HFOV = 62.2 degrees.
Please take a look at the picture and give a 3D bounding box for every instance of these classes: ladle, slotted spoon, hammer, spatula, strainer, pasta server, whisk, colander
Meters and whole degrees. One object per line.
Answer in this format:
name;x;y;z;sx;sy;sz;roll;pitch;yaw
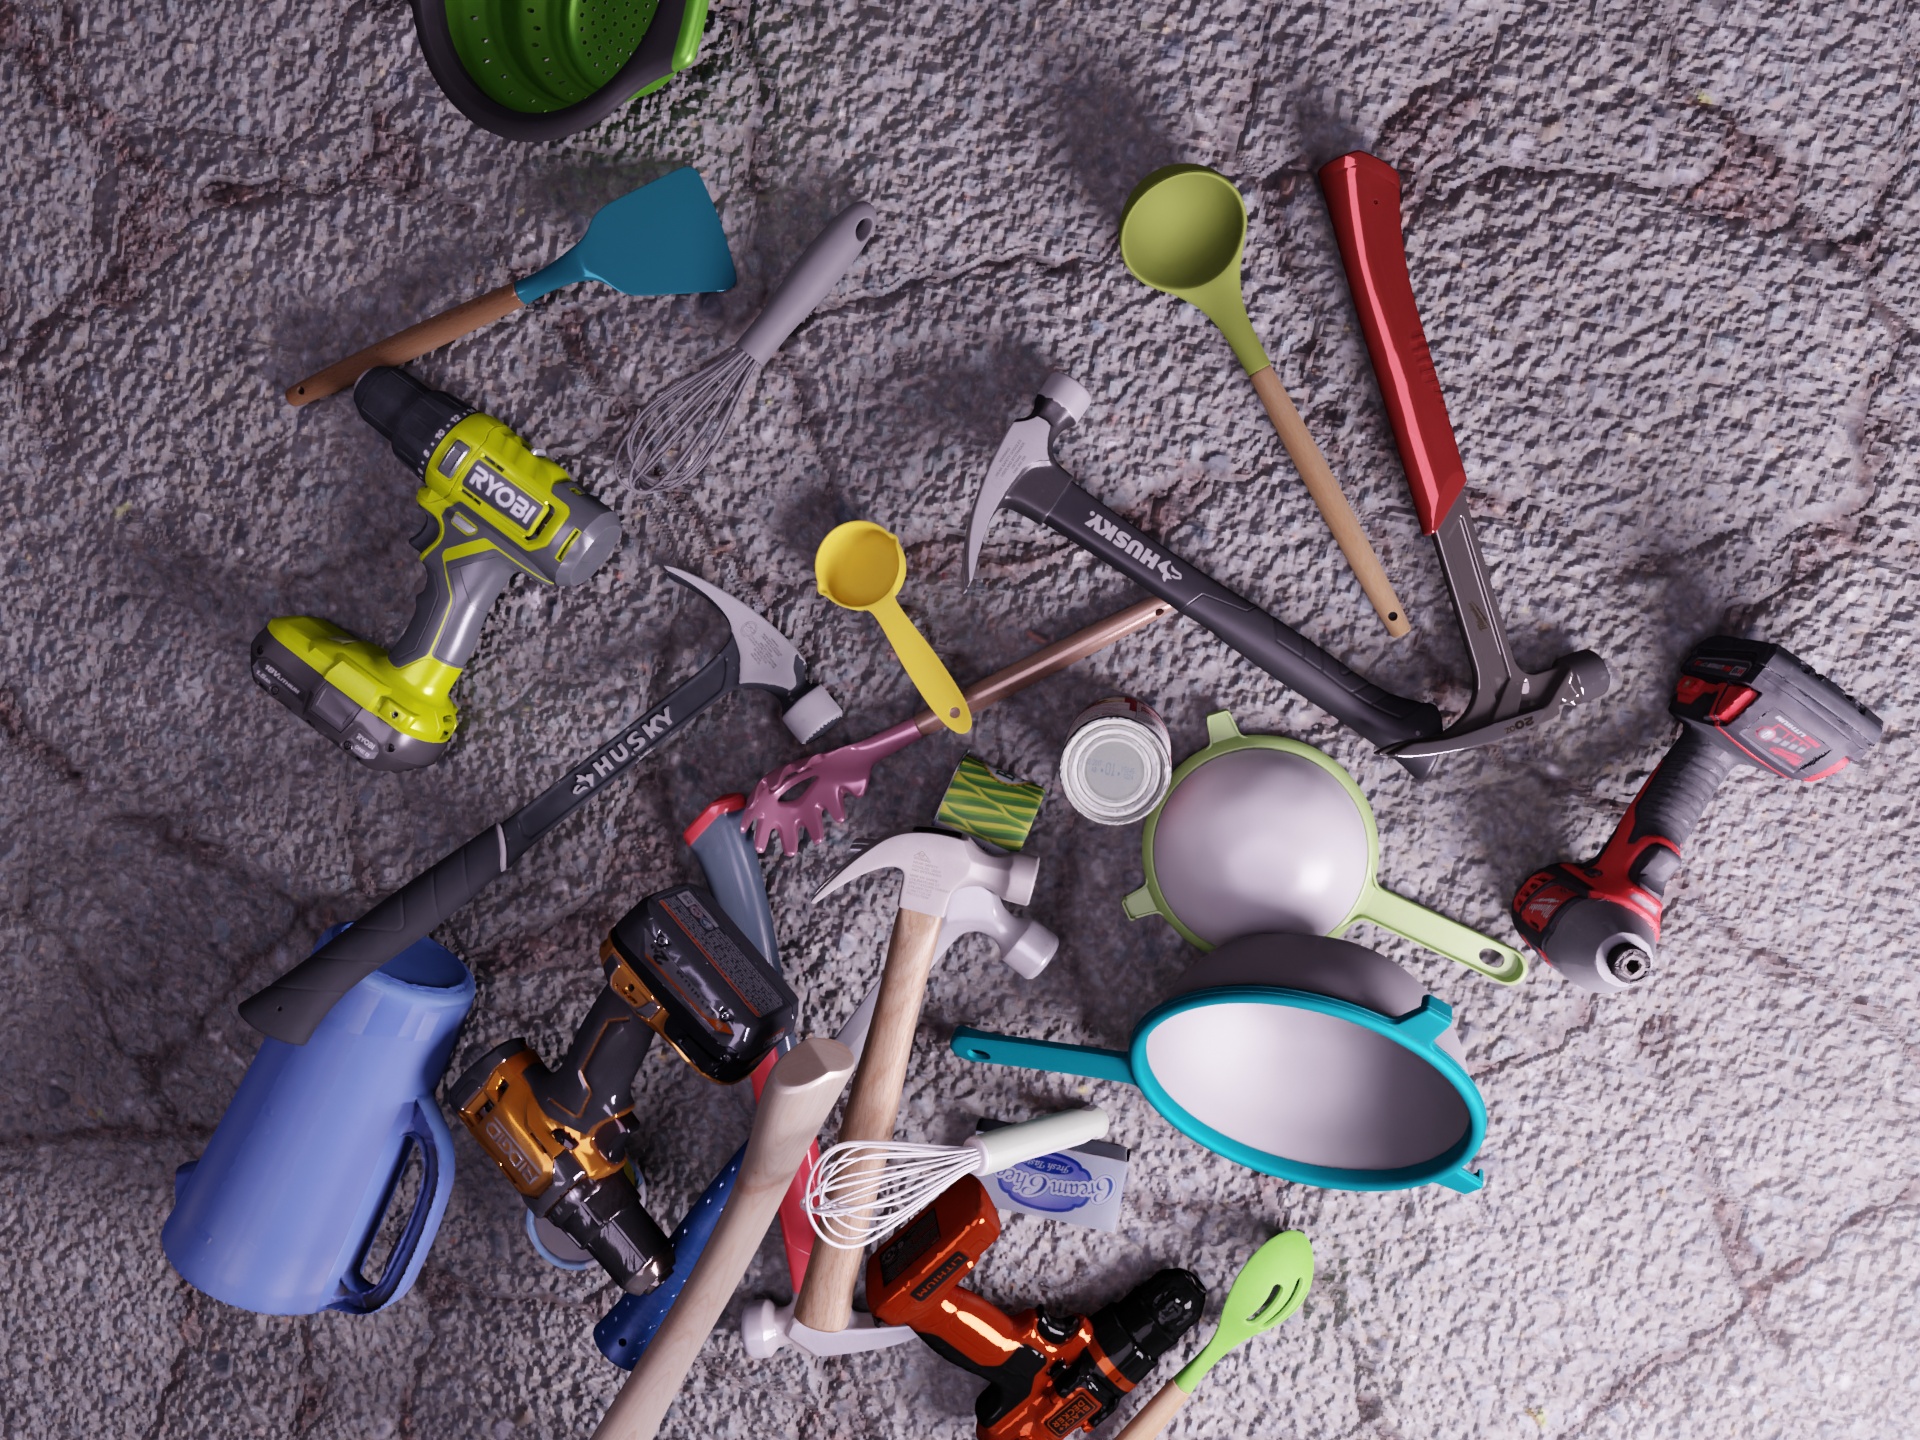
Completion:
ladle;0.195;-0.190;0.969;0.078;0.062;0.320;-28;95;18
slotted spoon;0.135;0.462;1.064;0.070;0.031;0.313;25;108;-38
hammer;-0.155;0.363;1.004;0.038;0.146;0.410;46;118;39
spatula;-0.304;-0.267;1.043;0.317;0.044;0.082;-19;95;14
hammer;0.155;-0.066;0.986;0.335;0.035;0.146;34;80;-1
hammer;-0.108;0.237;1.069;0.143;0.038;0.386;-9;96;7
strainer;0.236;0.109;0.991;0.256;0.069;0.151;25;99;6
pasta server;-0.002;-0.003;1.026;0.316;0.040;0.060;-27;130;8
hammer;-0.114;0.256;1.035;0.144;0.035;0.405;37;98;0
whisk;-0.136;-0.236;1.012;0.055;0.055;0.239;41;96;1
whisk;0.004;0.271;0.979;0.058;0.246;0.059;-22;75;47
hammer;-0.053;0.225;0.992;0.130;0.031;0.331;14;98;2
colander;-0.295;-0.464;0.994;0.397;0.094;0.204;16;99;24
hammer;-0.279;0.063;1.012;0.409;0.036;0.149;-38;86;-9
strainer;0.159;0.192;1.001;0.340;0.095;0.210;2;137;27
hammer;0.273;-0.161;0.958;0.149;0.037;0.359;-18;92;-9

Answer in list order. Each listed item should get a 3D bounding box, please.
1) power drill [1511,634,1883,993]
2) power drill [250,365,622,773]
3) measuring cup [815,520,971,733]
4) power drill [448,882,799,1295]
power drill;0.417;0.062;0.926;0.078;0.143;0.219;36;98;0
power drill;-0.359;-0.100;1.043;0.190;0.080;0.228;37;97;2
measuring cup;-0.036;-0.057;1.017;0.062;0.029;0.156;-34;82;9
power drill;-0.200;0.237;0.999;0.185;0.084;0.226;47;109;11
